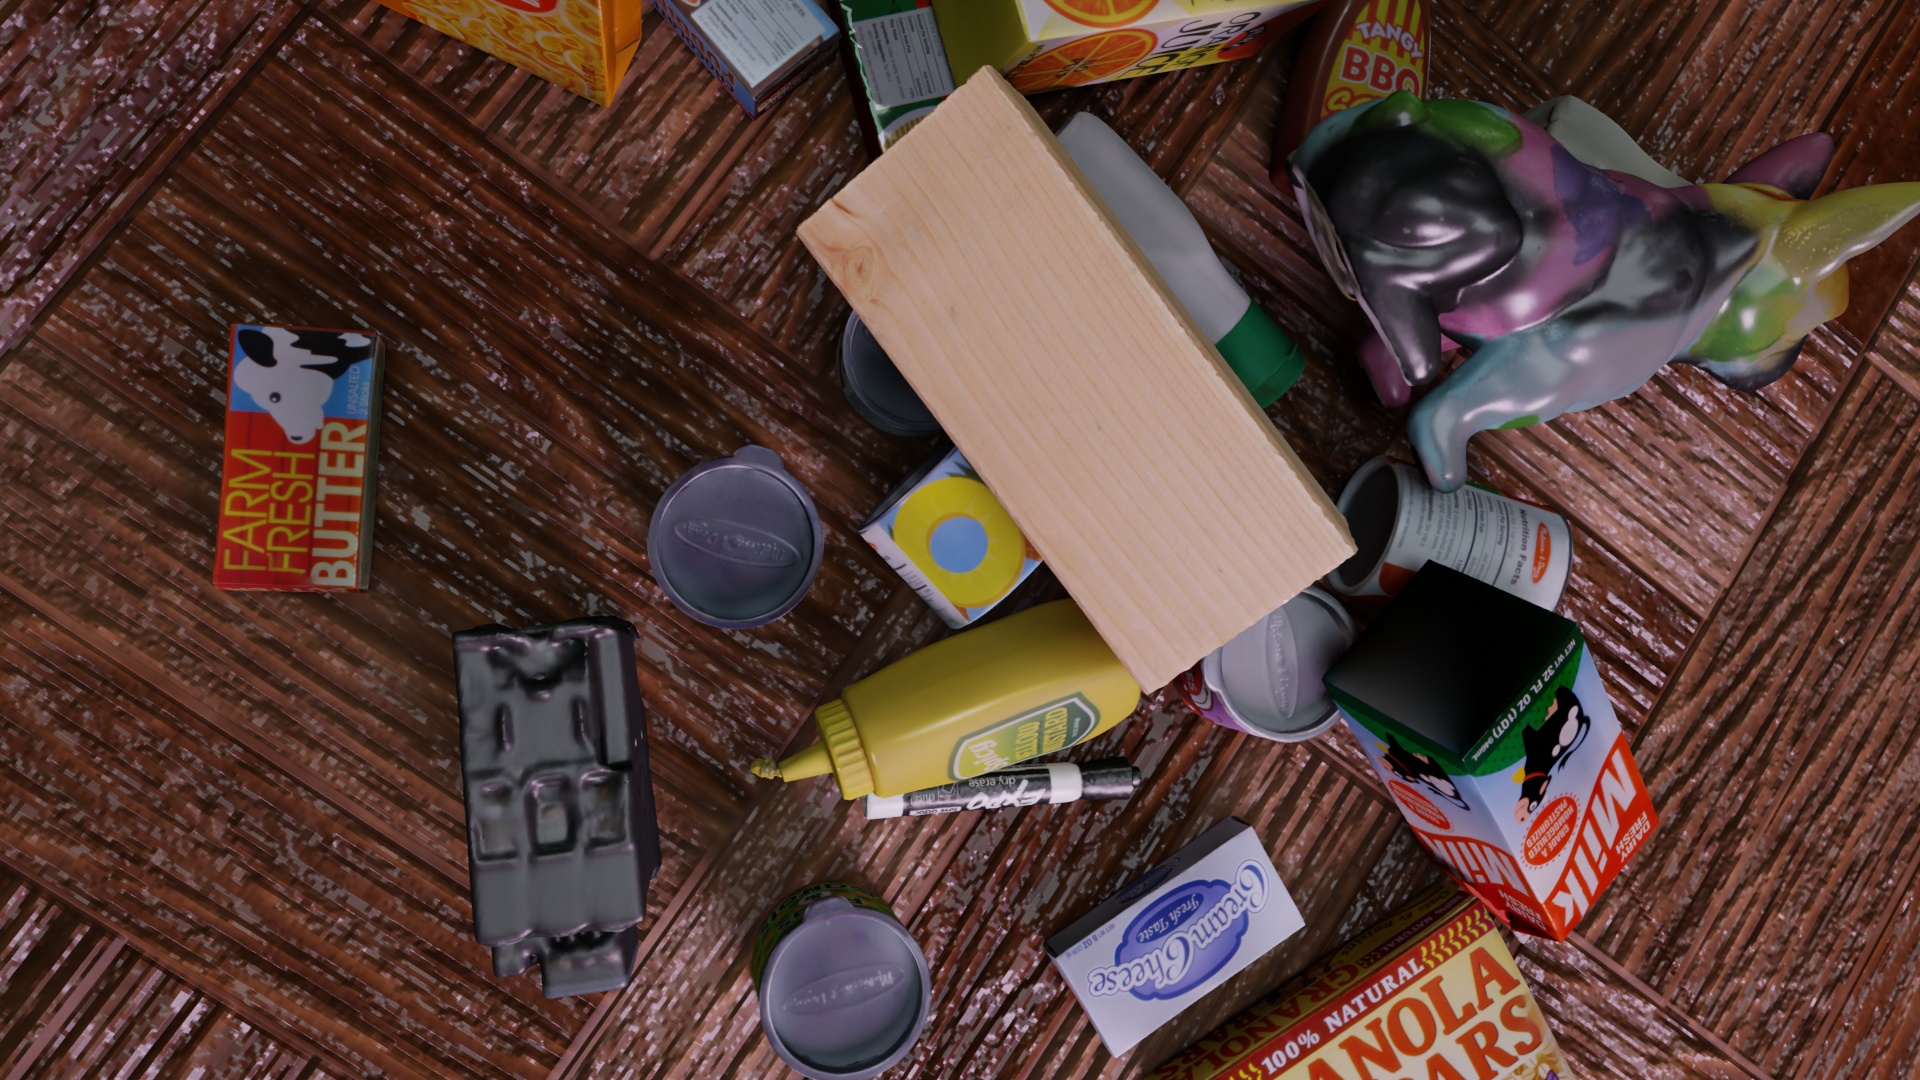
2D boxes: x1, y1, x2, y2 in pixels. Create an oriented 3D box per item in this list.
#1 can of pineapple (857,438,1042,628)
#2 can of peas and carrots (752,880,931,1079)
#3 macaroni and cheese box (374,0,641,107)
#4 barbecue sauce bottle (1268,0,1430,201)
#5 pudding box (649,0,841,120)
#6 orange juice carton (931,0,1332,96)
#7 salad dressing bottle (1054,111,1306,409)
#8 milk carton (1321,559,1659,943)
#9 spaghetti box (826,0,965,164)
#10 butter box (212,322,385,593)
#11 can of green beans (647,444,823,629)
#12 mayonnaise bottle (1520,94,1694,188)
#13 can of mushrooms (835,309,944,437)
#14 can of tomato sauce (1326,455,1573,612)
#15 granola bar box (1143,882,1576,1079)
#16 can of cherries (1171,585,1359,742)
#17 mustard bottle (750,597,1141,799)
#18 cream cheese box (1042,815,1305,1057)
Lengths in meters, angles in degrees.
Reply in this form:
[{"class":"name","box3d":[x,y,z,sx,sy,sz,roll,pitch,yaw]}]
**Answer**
[{"class":"can of pineapple","box3d":[0.002,-0.007,0.571,0.071,0.071,0.058,-45,97,-10]},{"class":"can of peas and carrots","box3d":[-0.050,0.171,0.554,0.071,0.058,0.071,1,86,-12]},{"class":"macaroni and cheese box","box3d":[-0.202,-0.234,0.511,0.166,0.123,0.040,23,80,-10]},{"class":"barbecue sauce bottle","box3d":[0.185,-0.225,0.633,0.065,0.043,0.148,16,84,-21]},{"class":"pudding box","box3d":[-0.095,-0.226,0.581,0.050,0.030,0.083,-42,96,-10]},{"class":"orange juice carton","box3d":[0.088,-0.243,0.585,0.193,0.071,0.073,-17,92,-22]},{"class":"salad dressing bottle","box3d":[0.088,-0.118,0.604,0.147,0.043,0.064,43,46,-11]},{"class":"milk carton","box3d":[0.233,0.102,0.590,0.072,0.073,0.190,-47,127,-9]},{"class":"spaghetti box","box3d":[-0.035,-0.247,0.595,0.050,0.028,0.250,-16,91,-13]},{"class":"butter box","box3d":[-0.256,-0.031,0.539,0.053,0.024,0.103,3,86,-12]},{"class":"can of green beans","box3d":[-0.091,0.002,0.555,0.071,0.058,0.071,1,87,-12]},{"class":"mayonnaise bottle","box3d":[0.316,-0.149,0.649,0.148,0.064,0.041,27,74,-14]},{"class":"can of mushrooms","box3d":[-0.018,-0.079,0.588,0.071,0.033,0.071,1,87,-11]},{"class":"can of tomato sauce","box3d":[0.214,0.005,0.617,0.083,0.071,0.071,16,84,-10]},{"class":"granola bar box","box3d":[0.183,0.248,0.609,0.166,0.039,0.124,-29,93,-12]},{"class":"can of cherries","box3d":[0.127,0.050,0.599,0.071,0.058,0.071,0,88,-12]},{"class":"mustard bottle","box3d":[-0.006,0.072,0.565,0.160,0.065,0.049,-18,56,-11]},{"class":"cream cheese box","box3d":[0.093,0.171,0.602,0.104,0.024,0.053,-31,95,-12]}]
